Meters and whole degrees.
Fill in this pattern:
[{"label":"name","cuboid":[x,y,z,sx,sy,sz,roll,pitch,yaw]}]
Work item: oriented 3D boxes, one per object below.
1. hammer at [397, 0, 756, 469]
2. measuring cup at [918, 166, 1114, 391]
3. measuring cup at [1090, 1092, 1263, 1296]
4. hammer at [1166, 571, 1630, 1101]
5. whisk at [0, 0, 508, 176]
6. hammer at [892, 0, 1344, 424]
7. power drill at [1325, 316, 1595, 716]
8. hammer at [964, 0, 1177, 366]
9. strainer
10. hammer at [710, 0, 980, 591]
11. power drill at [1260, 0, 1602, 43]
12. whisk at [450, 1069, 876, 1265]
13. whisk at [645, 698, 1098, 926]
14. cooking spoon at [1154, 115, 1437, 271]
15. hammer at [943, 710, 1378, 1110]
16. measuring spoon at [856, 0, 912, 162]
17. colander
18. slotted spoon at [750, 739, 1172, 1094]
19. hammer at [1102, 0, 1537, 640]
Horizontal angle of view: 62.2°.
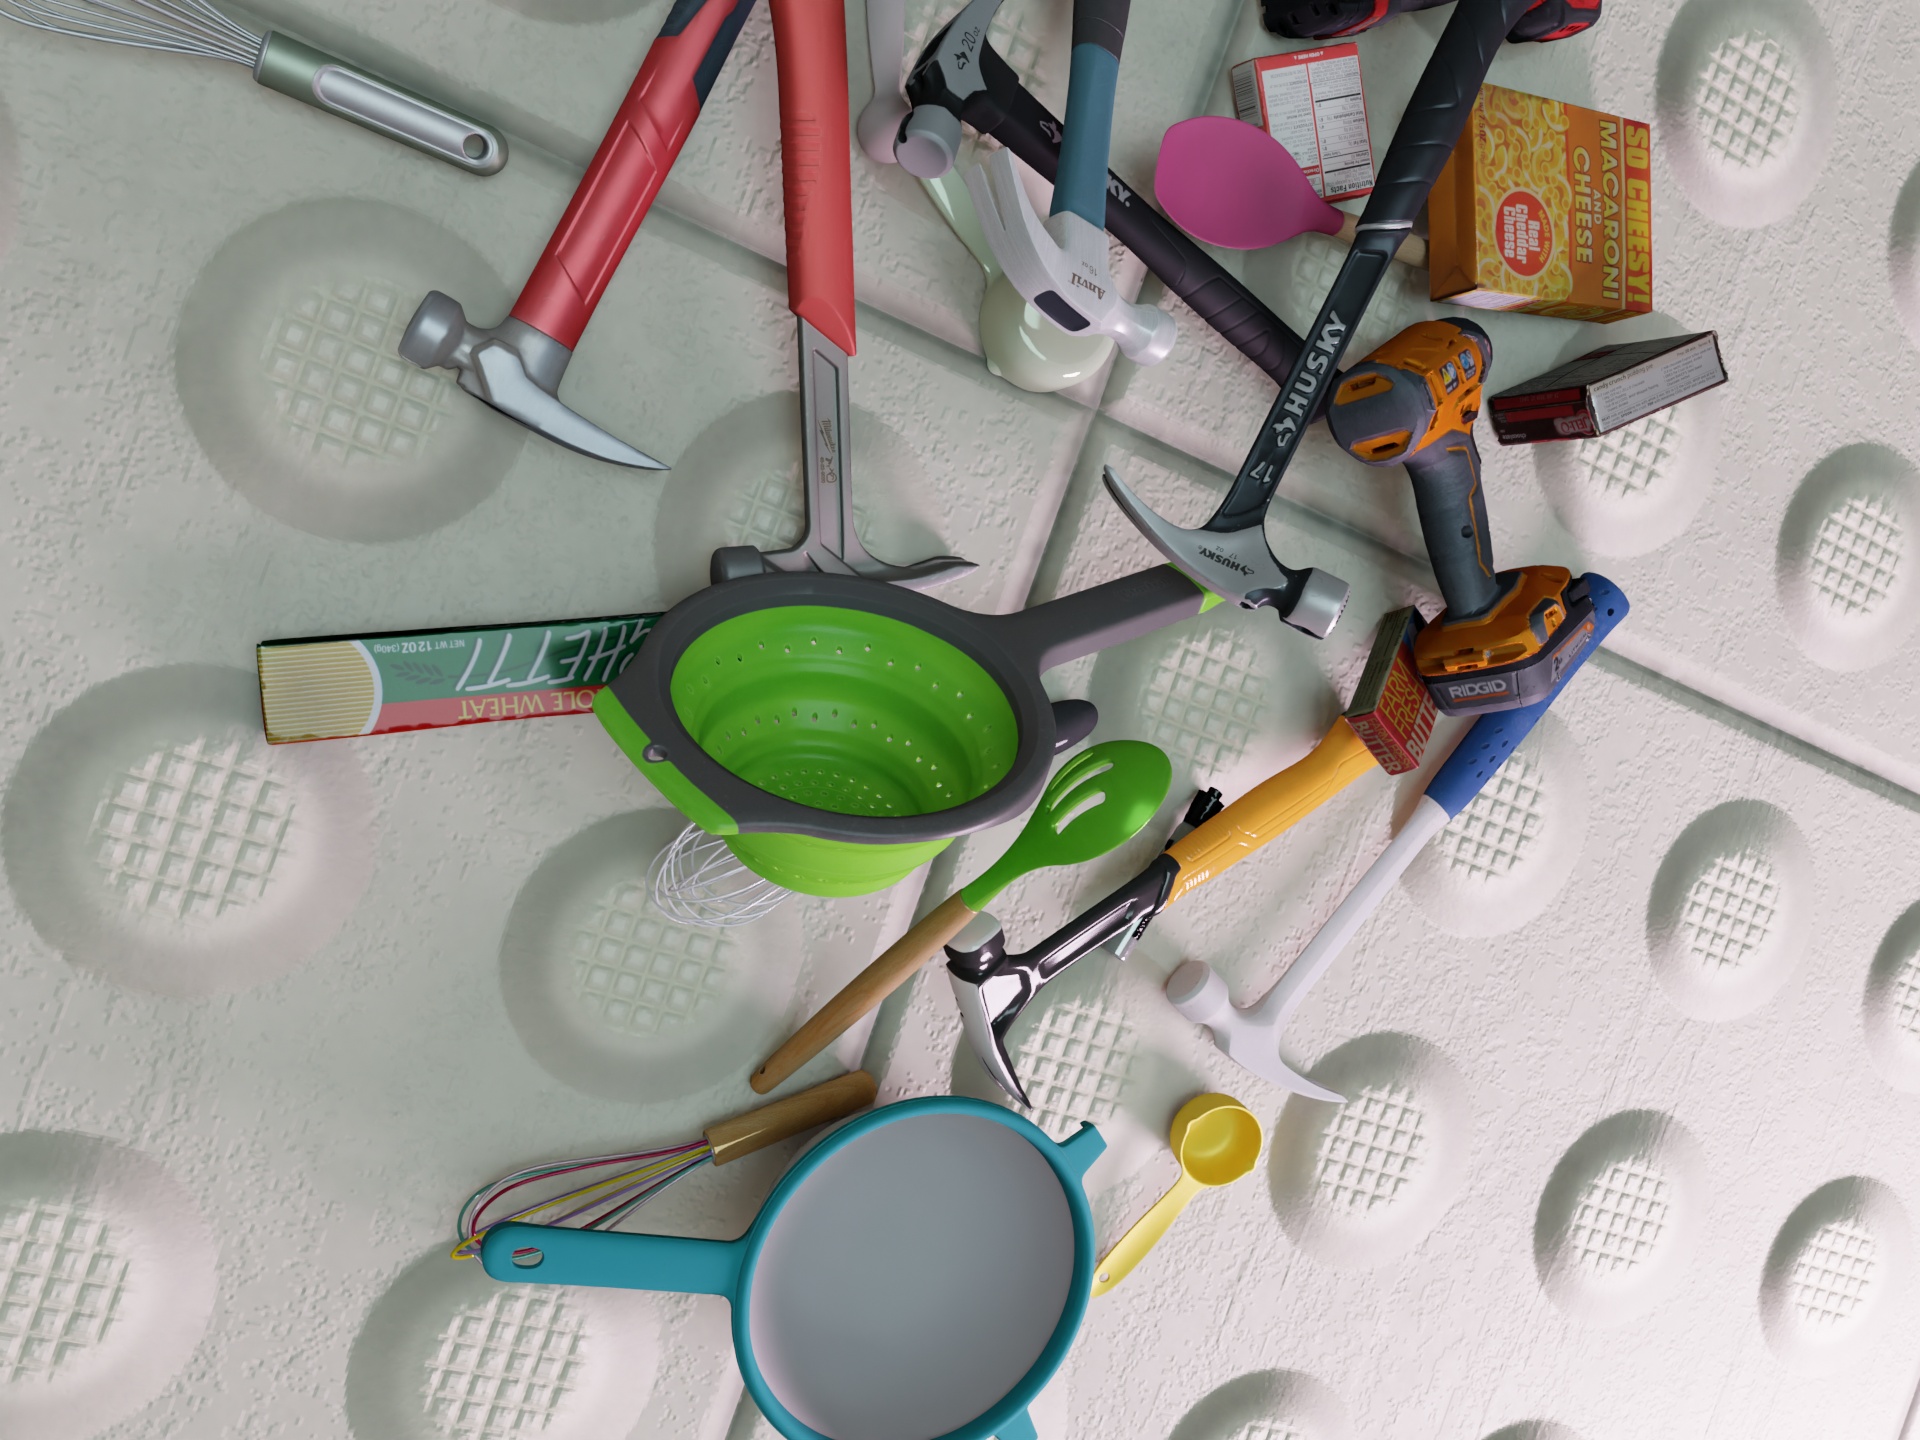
[{"label":"hammer","cuboid":[-0.131,-0.320,0.811,0.143,0.038,0.386,28,86,-24]},{"label":"measuring cup","cuboid":[0.026,-0.258,0.881,0.083,0.038,0.167,-43,112,-11]},{"label":"measuring cup","cuboid":[0.129,0.301,1.013,0.062,0.029,0.156,38,94,-22]},{"label":"hammer","cuboid":[0.307,0.069,1.041,0.144,0.035,0.405,45,80,-21]},{"label":"whisk","cuboid":[-0.328,-0.309,0.730,0.246,0.059,0.058,17,103,-28]},{"label":"hammer","cuboid":[0.110,-0.275,0.898,0.334,0.035,0.146,32,59,-29]},{"label":"power drill","cuboid":[0.313,-0.135,0.979,0.164,0.084,0.226,-38,109,-43]},{"label":"hammer","cuboid":[0.073,-0.359,0.837,0.128,0.033,0.331,18,72,-36]},{"label":"strainer","cuboid":[-0.094,0.290,0.879,0.340,0.095,0.211,12,92,-22]},{"label":"hammer","cuboid":[-0.064,-0.239,0.820,0.149,0.037,0.359,-9,109,-24]},{"label":"power drill","cuboid":[0.285,-0.476,0.937,0.219,0.079,0.143,-12,103,-23]},{"label":"whisk","cuboid":[-0.160,0.245,0.881,0.245,0.051,0.047,-17,128,-23]},{"label":"whisk","cuboid":[-0.042,0.043,0.891,0.284,0.070,0.070,-23,105,-23]},{"label":"cooking spoon","cuboid":[0.243,-0.291,0.951,0.318,0.017,0.069,7,98,-31]},{"label":"hammer","cuboid":[0.137,0.093,0.951,0.337,0.034,0.127,-31,124,-25]},{"label":"measuring spoon","cuboid":[-0.040,-0.363,0.848,0.034,0.018,0.124,-1,96,0]},{"label":"colander","cuboid":[-0.001,-0.003,0.838,0.397,0.205,0.094,-20,139,-38]},{"label":"slotted spoon","cuboid":[-0.012,0.111,0.839,0.031,0.070,0.313,32,118,-30]},{"label":"hammer","cuboid":[0.220,-0.255,0.877,0.149,0.036,0.409,26,85,5]}]
